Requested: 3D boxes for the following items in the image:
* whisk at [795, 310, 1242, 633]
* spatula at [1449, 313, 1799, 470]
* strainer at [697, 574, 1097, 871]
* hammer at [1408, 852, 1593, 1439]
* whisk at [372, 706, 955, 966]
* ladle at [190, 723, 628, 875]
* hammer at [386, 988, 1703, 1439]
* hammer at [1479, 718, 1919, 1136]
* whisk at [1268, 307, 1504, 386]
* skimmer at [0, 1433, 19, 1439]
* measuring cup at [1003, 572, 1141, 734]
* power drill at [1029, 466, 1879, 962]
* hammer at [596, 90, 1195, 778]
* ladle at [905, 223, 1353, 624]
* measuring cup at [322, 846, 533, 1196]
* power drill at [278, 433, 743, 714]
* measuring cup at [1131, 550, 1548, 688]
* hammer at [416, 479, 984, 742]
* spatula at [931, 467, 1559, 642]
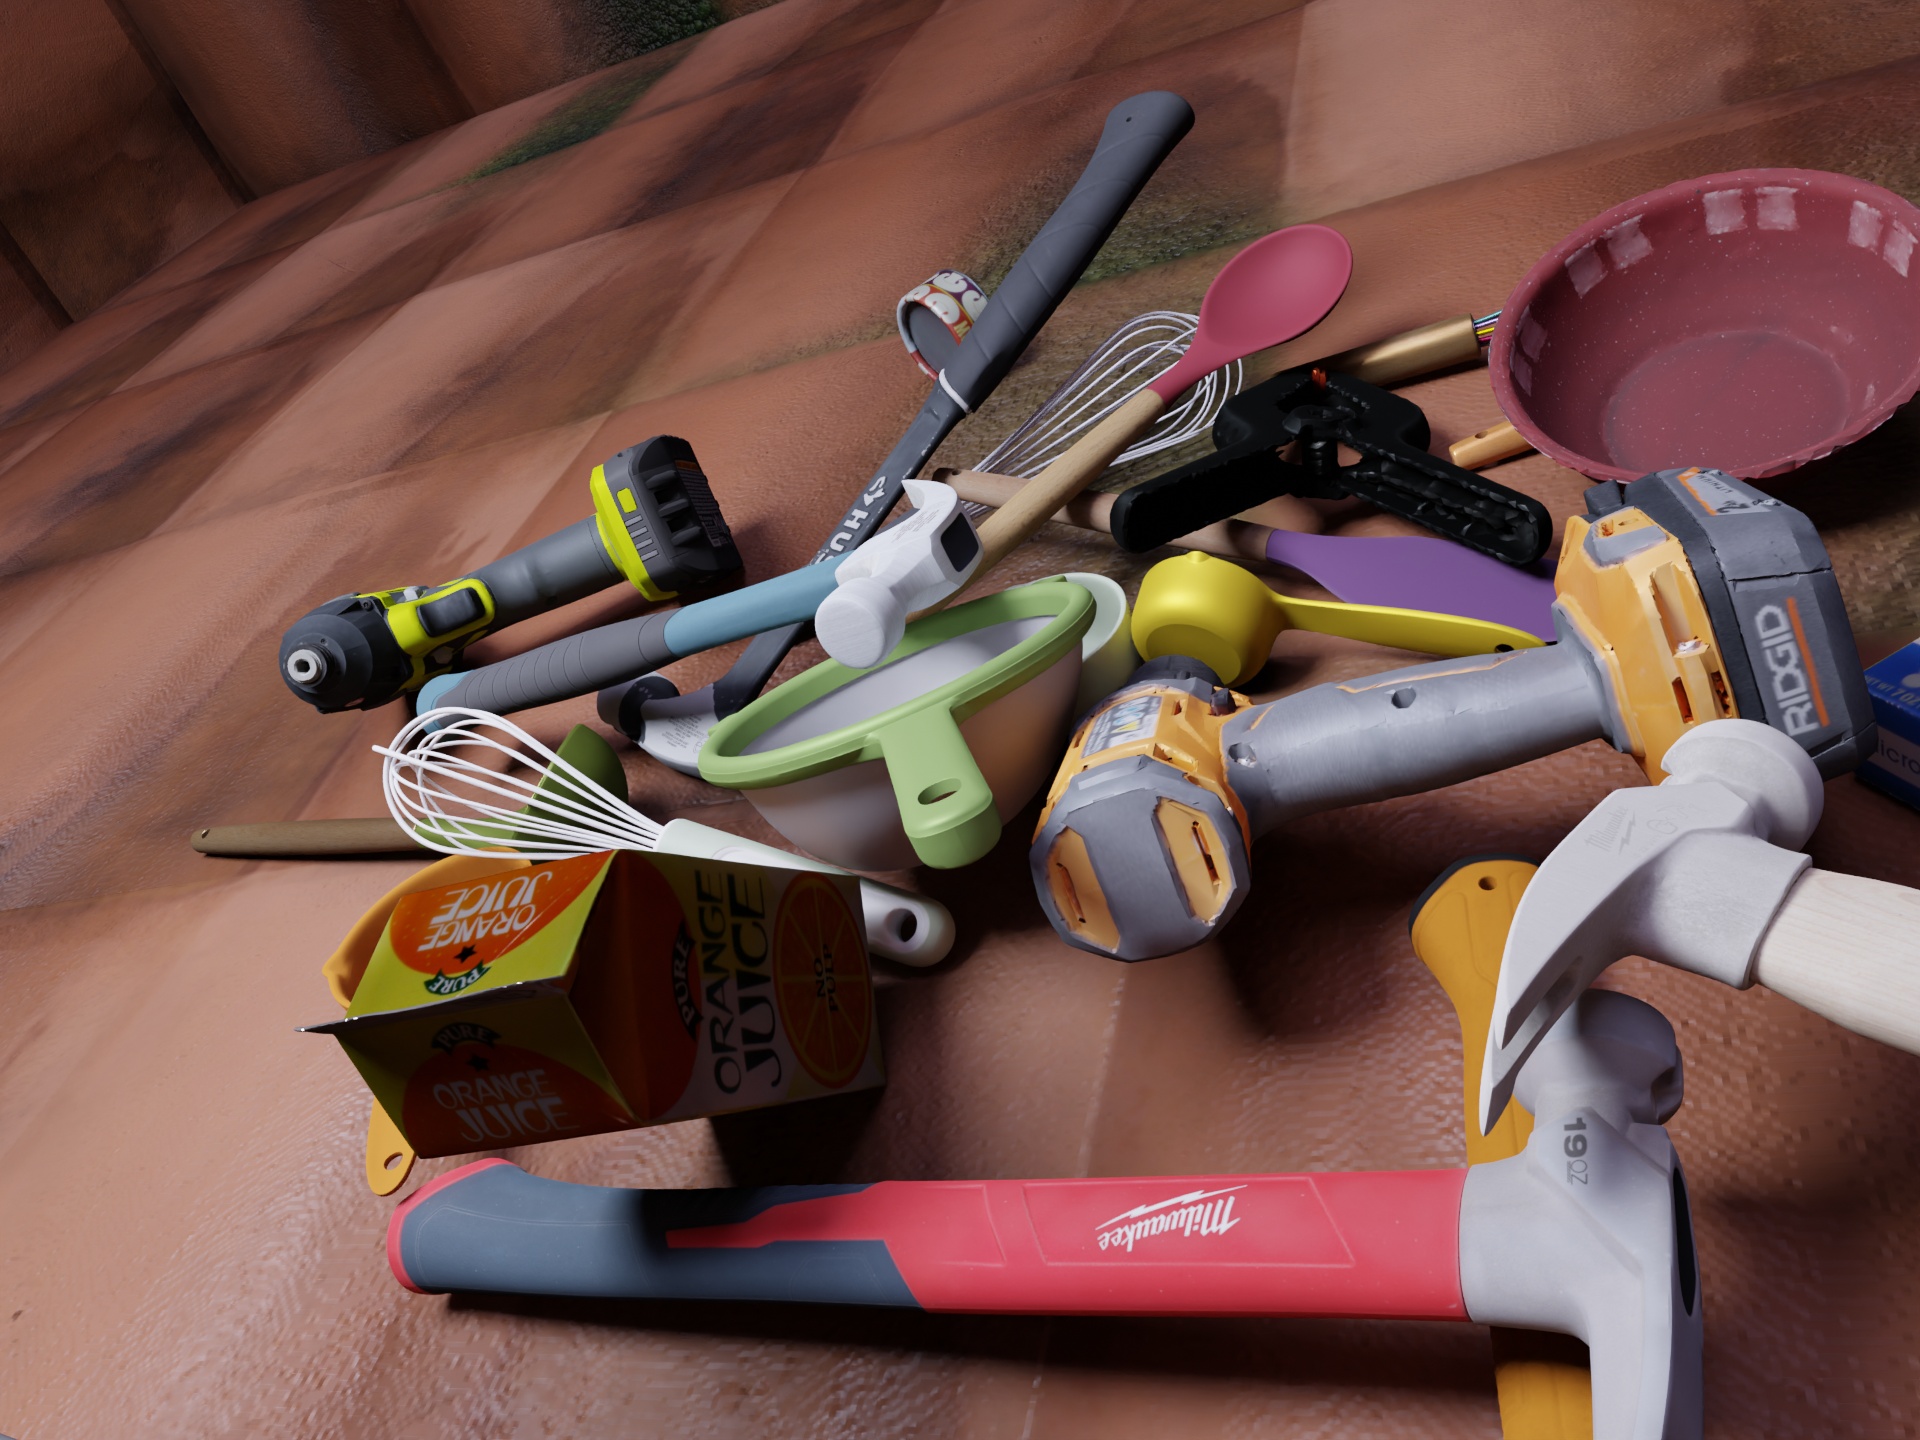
[{"bbox_3d":[0.018,-0.120,0.798,0.284,0.070,0.070,-32,33,-3],"label":"whisk"},{"bbox_3d":[0.364,-0.161,0.655,0.322,0.041,0.081,-20,33,15],"label":"spatula"},{"bbox_3d":[-0.006,0.022,0.515,0.151,0.069,0.256,-24,14,-1],"label":"strainer"},{"bbox_3d":[0.141,0.150,0.346,0.127,0.034,0.337,-13,34,20],"label":"hammer"},{"bbox_3d":[-0.116,0.046,0.596,0.246,0.059,0.058,16,81,17],"label":"whisk"},{"bbox_3d":[-0.279,0.047,0.755,0.320,0.062,0.078,-4,48,33],"label":"ladle"},{"bbox_3d":[-0.018,0.150,0.414,0.386,0.038,0.143,-11,36,30],"label":"hammer"},{"bbox_3d":[0.293,0.096,0.245,0.411,0.038,0.146,21,35,36],"label":"hammer"},{"bbox_3d":[0.263,-0.188,0.743,0.245,0.051,0.047,-13,40,23],"label":"whisk"},{"bbox_3d":[-0.333,0.210,0.523,0.363,0.090,0.127,0,8,30],"label":"skimmer"},{"bbox_3d":[-0.001,-0.002,0.658,0.167,0.038,0.083,-29,33,0],"label":"measuring cup"},{"bbox_3d":[0.139,-0.007,0.508,0.226,0.084,0.185,-19,12,16],"label":"power drill"},{"bbox_3d":[-0.010,-0.141,0.753,0.149,0.036,0.409,24,75,46],"label":"hammer"},{"bbox_3d":[0.071,-0.130,0.716,0.069,0.031,0.315,27,60,40],"label":"ladle"},{"bbox_3d":[-0.189,0.121,0.593,0.095,0.052,0.174,-22,34,5],"label":"measuring cup"},{"bbox_3d":[-0.236,-0.069,0.833,0.223,0.080,0.171,-24,7,2],"label":"power drill"},{"bbox_3d":[0.137,-0.028,0.598,0.156,0.062,0.029,10,56,27],"label":"measuring cup"},{"bbox_3d":[-0.129,-0.035,0.687,0.331,0.033,0.128,-13,24,37],"label":"hammer"},{"bbox_3d":[0.110,-0.077,0.676,0.316,0.018,0.060,18,49,37],"label":"spatula"}]
